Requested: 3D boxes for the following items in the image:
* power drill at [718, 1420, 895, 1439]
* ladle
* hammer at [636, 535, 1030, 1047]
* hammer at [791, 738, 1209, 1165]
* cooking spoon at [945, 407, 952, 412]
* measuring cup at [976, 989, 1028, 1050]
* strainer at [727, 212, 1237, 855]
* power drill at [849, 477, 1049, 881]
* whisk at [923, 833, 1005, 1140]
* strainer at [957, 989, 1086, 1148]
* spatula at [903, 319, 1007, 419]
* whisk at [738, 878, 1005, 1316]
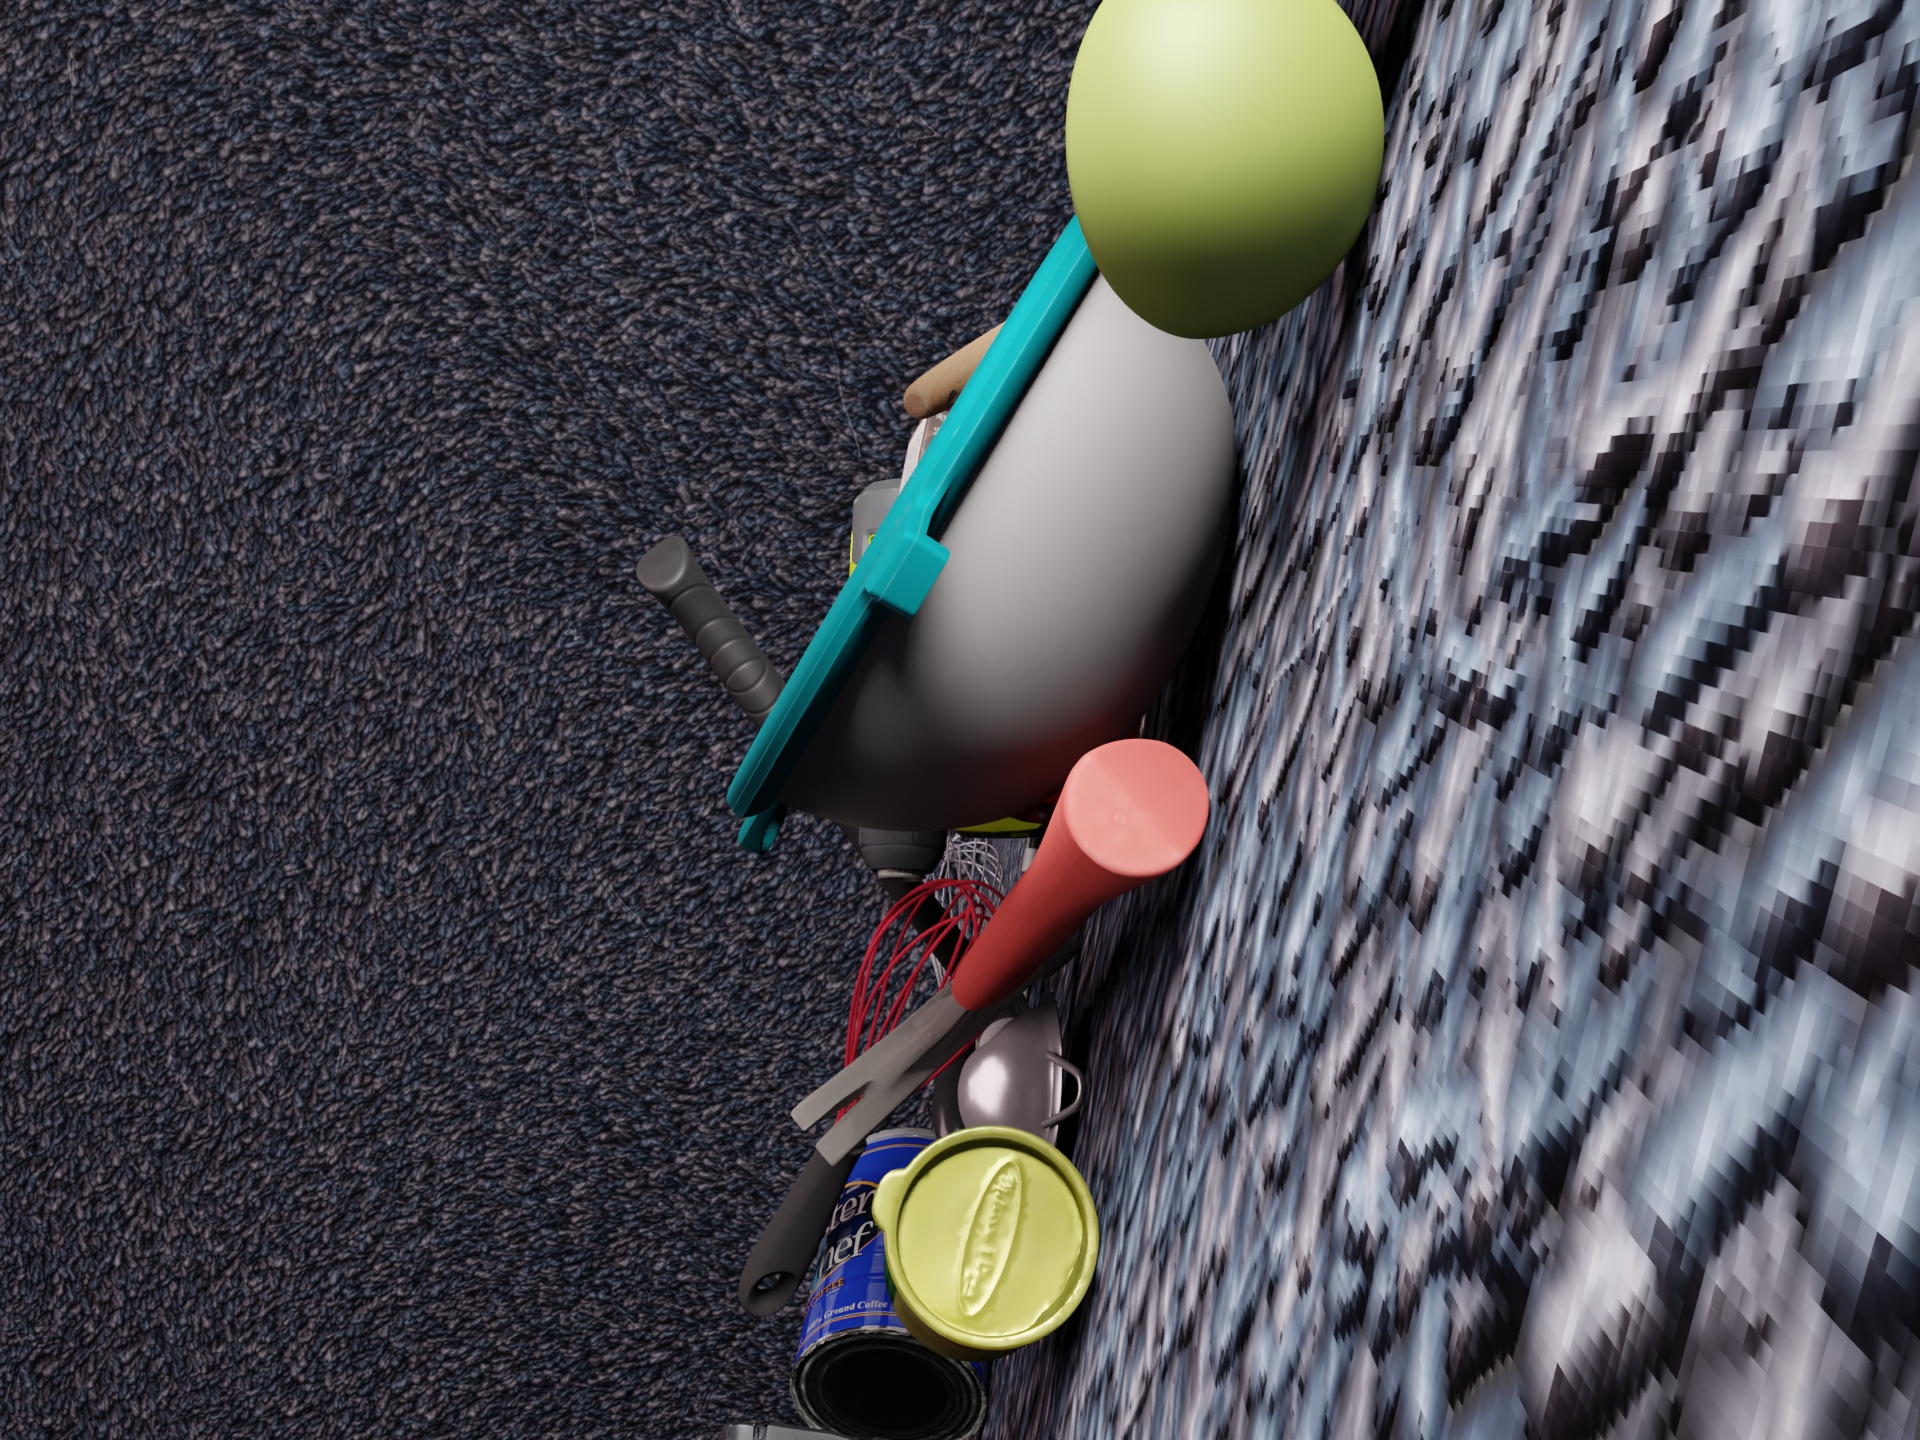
[{"bbox_3d":[-0.052,0.351,0.586,0.079,0.143,0.219,-86,11,-50],"label":"power drill"},{"bbox_3d":[0.074,-0.182,0.436,0.320,0.062,0.078,-74,-33,-59],"label":"ladle"},{"bbox_3d":[-0.064,0.042,0.864,0.334,0.035,0.146,54,-177,-12],"label":"hammer"},{"bbox_3d":[0.011,0.087,0.564,0.149,0.037,0.359,-38,-10,-18],"label":"hammer"},{"bbox_3d":[0.061,-0.232,0.742,0.068,0.017,0.319,37,-105,-46],"label":"cooking spoon"},{"bbox_3d":[0.026,0.171,1.044,0.167,0.038,0.083,97,-178,-49],"label":"measuring cup"},{"bbox_3d":[0.001,-0.012,0.535,0.211,0.095,0.340,-62,4,-34],"label":"strainer"},{"bbox_3d":[-0.001,-0.003,0.840,0.228,0.080,0.191,34,-124,-69],"label":"power drill"},{"bbox_3d":[-0.002,0.158,0.988,0.285,0.070,0.070,-91,9,-57],"label":"whisk"},{"bbox_3d":[0.025,0.172,0.719,0.258,0.050,0.087,86,-171,-74],"label":"strainer"},{"bbox_3d":[0.051,-0.183,0.667,0.317,0.044,0.082,-43,-27,-49],"label":"spatula"},{"bbox_3d":[-0.052,0.198,0.812,0.073,0.073,0.295,-79,15,-67],"label":"whisk"}]
